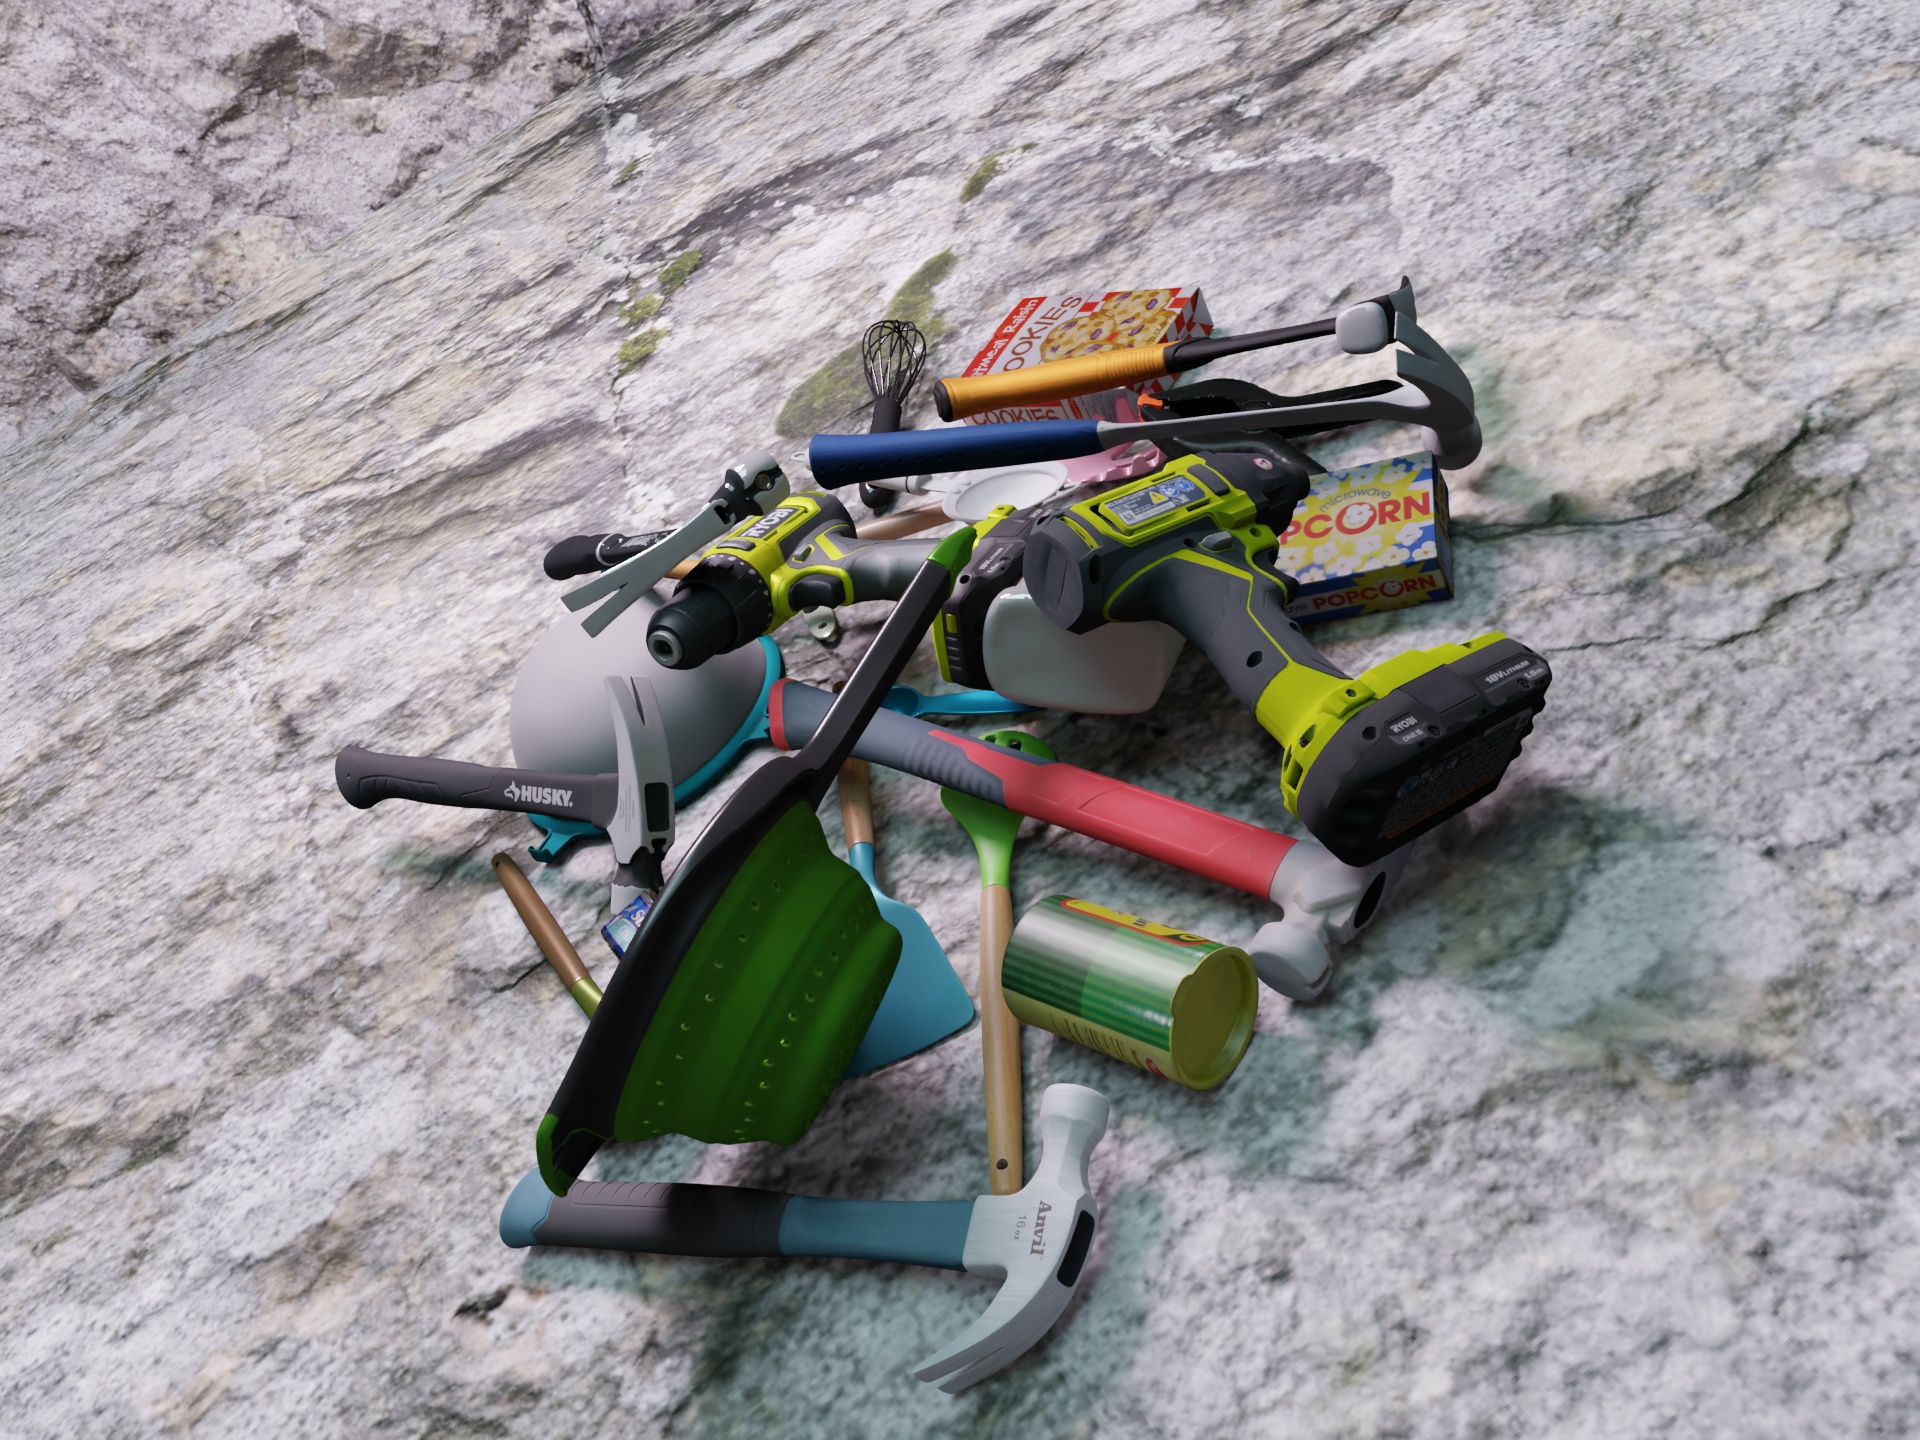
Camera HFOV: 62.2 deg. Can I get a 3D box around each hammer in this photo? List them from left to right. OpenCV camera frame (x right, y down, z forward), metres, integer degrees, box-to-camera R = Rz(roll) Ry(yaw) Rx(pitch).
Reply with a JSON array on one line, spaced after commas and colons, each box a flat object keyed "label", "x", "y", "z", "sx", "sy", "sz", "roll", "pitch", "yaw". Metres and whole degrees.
[{"label": "hammer", "x": -0.312, "y": 0.039, "z": 1.055, "sx": 0.335, "sy": 0.035, "sz": 0.146, "roll": 3, "pitch": 92, "yaw": 38}, {"label": "hammer", "x": -0.242, "y": -0.116, "z": 1.110, "sx": 0.149, "sy": 0.036, "sz": 0.409, "roll": -41, "pitch": 18, "yaw": -17}, {"label": "hammer", "x": -0.089, "y": 0.235, "z": 0.746, "sx": 0.331, "sy": 0.033, "sz": 0.128, "roll": -8, "pitch": 52, "yaw": 31}, {"label": "hammer", "x": 0.050, "y": 0.025, "z": 0.856, "sx": 0.386, "sy": 0.038, "sz": 0.143, "roll": 18, "pitch": 55, "yaw": 36}, {"label": "hammer", "x": 0.094, "y": -0.175, "z": 0.952, "sx": 0.405, "sy": 0.144, "sz": 0.035, "roll": -2, "pitch": 76, "yaw": 23}, {"label": "hammer", "x": 0.135, "y": -0.245, "z": 1.075, "sx": 0.337, "sy": 0.034, "sz": 0.127, "roll": -4, "pitch": 18, "yaw": 29}]

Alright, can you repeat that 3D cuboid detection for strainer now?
[{"label": "strainer", "x": -0.253, "y": -0.061, "z": 1.155, "sx": 0.211, "sy": 0.095, "sz": 0.341, "roll": -29, "pitch": 38, "yaw": 3}, {"label": "strainer", "x": -0.021, "y": -0.161, "z": 1.091, "sx": 0.259, "sy": 0.050, "sz": 0.087, "roll": 18, "pitch": 45, "yaw": 35}]

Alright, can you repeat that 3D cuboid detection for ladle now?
[{"label": "ladle", "x": -0.243, "y": 0.144, "z": 0.948, "sx": 0.078, "sy": 0.062, "sz": 0.320, "roll": -60, "pitch": 36, "yaw": 3}]

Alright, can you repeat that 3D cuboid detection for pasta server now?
[{"label": "pasta server", "x": 0.004, "y": -0.158, "z": 1.116, "sx": 0.316, "sy": 0.040, "sz": 0.060, "roll": -16, "pitch": 55, "yaw": 10}]

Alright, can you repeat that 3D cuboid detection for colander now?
[{"label": "colander", "x": -0.053, "y": 0.065, "z": 0.770, "sx": 0.094, "sy": 0.204, "sz": 0.397, "roll": 27, "pitch": 60, "yaw": 6}]

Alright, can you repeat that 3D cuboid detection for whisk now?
[{"label": "whisk", "x": -0.062, "y": -0.252, "z": 1.285, "sx": 0.055, "sy": 0.055, "sz": 0.239, "roll": -15, "pitch": 44, "yaw": 20}]

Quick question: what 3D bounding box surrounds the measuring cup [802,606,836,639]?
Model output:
[{"label": "measuring cup", "x": -0.121, "y": -0.110, "z": 1.167, "sx": 0.083, "sy": 0.038, "sz": 0.168, "roll": -30, "pitch": 35, "yaw": 1}]

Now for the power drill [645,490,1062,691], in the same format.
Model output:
[{"label": "power drill", "x": -0.061, "y": -0.077, "z": 0.970, "sx": 0.228, "sy": 0.080, "sz": 0.191, "roll": 7, "pitch": 31, "yaw": 25}]

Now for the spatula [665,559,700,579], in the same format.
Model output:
[{"label": "spatula", "x": -0.083, "y": -0.101, "z": 1.099, "sx": 0.323, "sy": 0.041, "sz": 0.081, "roll": 7, "pitch": 48, "yaw": 21}]

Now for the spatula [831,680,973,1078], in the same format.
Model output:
[{"label": "spatula", "x": -0.056, "y": 0.070, "z": 0.933, "sx": 0.082, "sy": 0.044, "sz": 0.318, "roll": -26, "pitch": 32, "yaw": 9}]

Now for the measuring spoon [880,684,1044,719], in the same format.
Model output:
[{"label": "measuring spoon", "x": -0.002, "y": -0.003, "z": 0.988, "sx": 0.128, "sy": 0.021, "sz": 0.042, "roll": -3, "pitch": 42, "yaw": 19}]

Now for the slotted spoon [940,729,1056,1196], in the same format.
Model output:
[{"label": "slotted spoon", "x": 0.021, "y": 0.109, "z": 0.831, "sx": 0.070, "sy": 0.031, "sz": 0.314, "roll": -14, "pitch": 41, "yaw": 12}]

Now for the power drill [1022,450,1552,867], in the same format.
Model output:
[{"label": "power drill", "x": 0.162, "y": -0.048, "z": 0.767, "sx": 0.171, "sy": 0.080, "sz": 0.223, "roll": -24, "pitch": 53, "yaw": -28}]
